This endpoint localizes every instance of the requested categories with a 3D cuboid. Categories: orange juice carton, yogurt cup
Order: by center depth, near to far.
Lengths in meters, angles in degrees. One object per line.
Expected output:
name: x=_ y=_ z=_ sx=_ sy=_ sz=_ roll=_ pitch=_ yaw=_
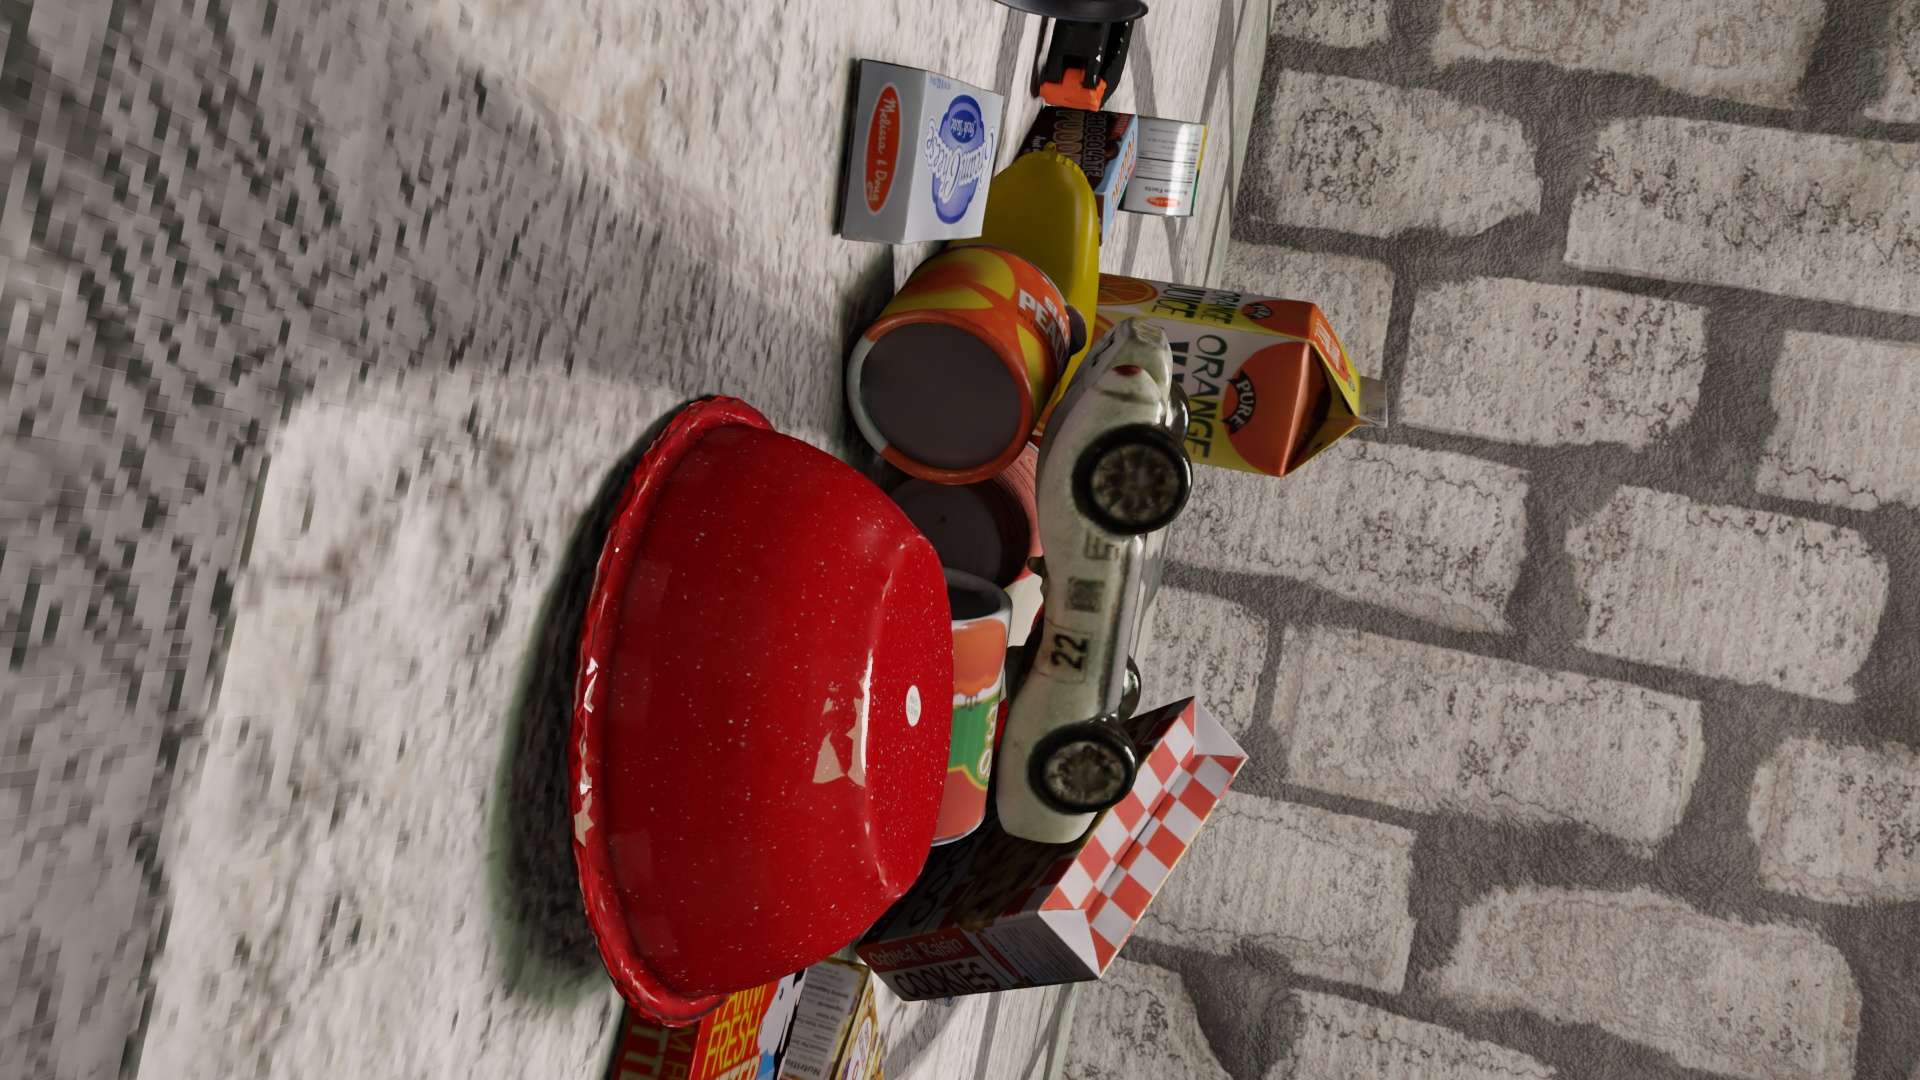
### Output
yogurt cup: x=0.002 y=-0.007 z=0.549 sx=0.054 sy=0.072 sz=0.072 roll=-38 pitch=139 yaw=-61
orange juice carton: x=0.117 y=-0.085 z=0.701 sx=0.072 sy=0.193 sz=0.072 roll=-54 pitch=152 yaw=-62

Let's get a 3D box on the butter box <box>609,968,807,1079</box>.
butter box: x=-0.074 y=0.147 z=0.424 sx=0.103 sy=0.024 sz=0.053 roll=52 pitch=50 yaw=-76

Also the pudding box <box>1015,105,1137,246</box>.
pudding box: x=0.054 y=-0.176 z=0.669 sx=0.084 sy=0.050 sz=0.030 roll=-67 pitch=162 yaw=-45

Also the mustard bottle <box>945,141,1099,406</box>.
mustard bottle: x=0.029 y=-0.118 z=0.572 sx=0.048 sy=0.065 sz=0.161 roll=84 pitch=17 yaw=-44

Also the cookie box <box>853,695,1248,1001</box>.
cookie box: x=0.035 y=0.140 z=0.611 sx=0.123 sy=0.040 sz=0.166 roll=-46 pitch=-173 yaw=-35

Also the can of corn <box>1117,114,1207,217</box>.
can of corn: x=0.120 y=-0.241 z=0.890 sx=0.071 sy=0.071 sz=0.058 roll=-48 pitch=148 yaw=-68

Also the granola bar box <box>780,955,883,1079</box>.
granola bar box: x=-0.065 y=0.253 z=0.529 sx=0.164 sy=0.039 sz=0.125 roll=90 pitch=17 yaw=-44

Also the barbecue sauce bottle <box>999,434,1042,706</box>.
barbecue sauce bottle: x=0.019 y=0.010 z=0.693 sx=0.064 sy=0.044 sz=0.149 roll=86 pitch=18 yaw=-54

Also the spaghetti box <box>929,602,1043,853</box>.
spaghetti box: x=0.019 y=0.090 z=0.760 sx=0.050 sy=0.029 sz=0.251 roll=-50 pitch=179 yaw=22

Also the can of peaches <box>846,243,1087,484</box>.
can of peaches: x=0.003 y=-0.061 z=0.477 sx=0.058 sy=0.071 sz=0.071 roll=-61 pitch=159 yaw=-53

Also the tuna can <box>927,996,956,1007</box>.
tuna can: x=-0.013 y=0.217 z=0.765 sx=0.071 sy=0.033 sz=0.071 roll=9 pitch=92 yaw=-79

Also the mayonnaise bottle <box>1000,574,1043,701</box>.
mayonnaise bottle: x=0.005 y=0.036 z=0.609 sx=0.041 sy=0.065 sz=0.149 roll=68 pitch=38 yaw=-57

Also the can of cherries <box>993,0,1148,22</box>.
can of cherries: x=0.042 y=-0.230 z=0.513 sx=0.071 sy=0.071 sz=0.058 roll=-25 pitch=125 yaw=-76

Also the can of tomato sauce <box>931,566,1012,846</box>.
can of tomato sauce: x=-0.017 y=0.056 z=0.499 sx=0.071 sy=0.071 sz=0.082 roll=-46 pitch=145 yaw=-70

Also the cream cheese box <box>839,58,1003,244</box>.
cream cheese box: x=-0.012 y=-0.127 z=0.462 sx=0.104 sy=0.024 sz=0.053 roll=-44 pitch=145 yaw=-70
